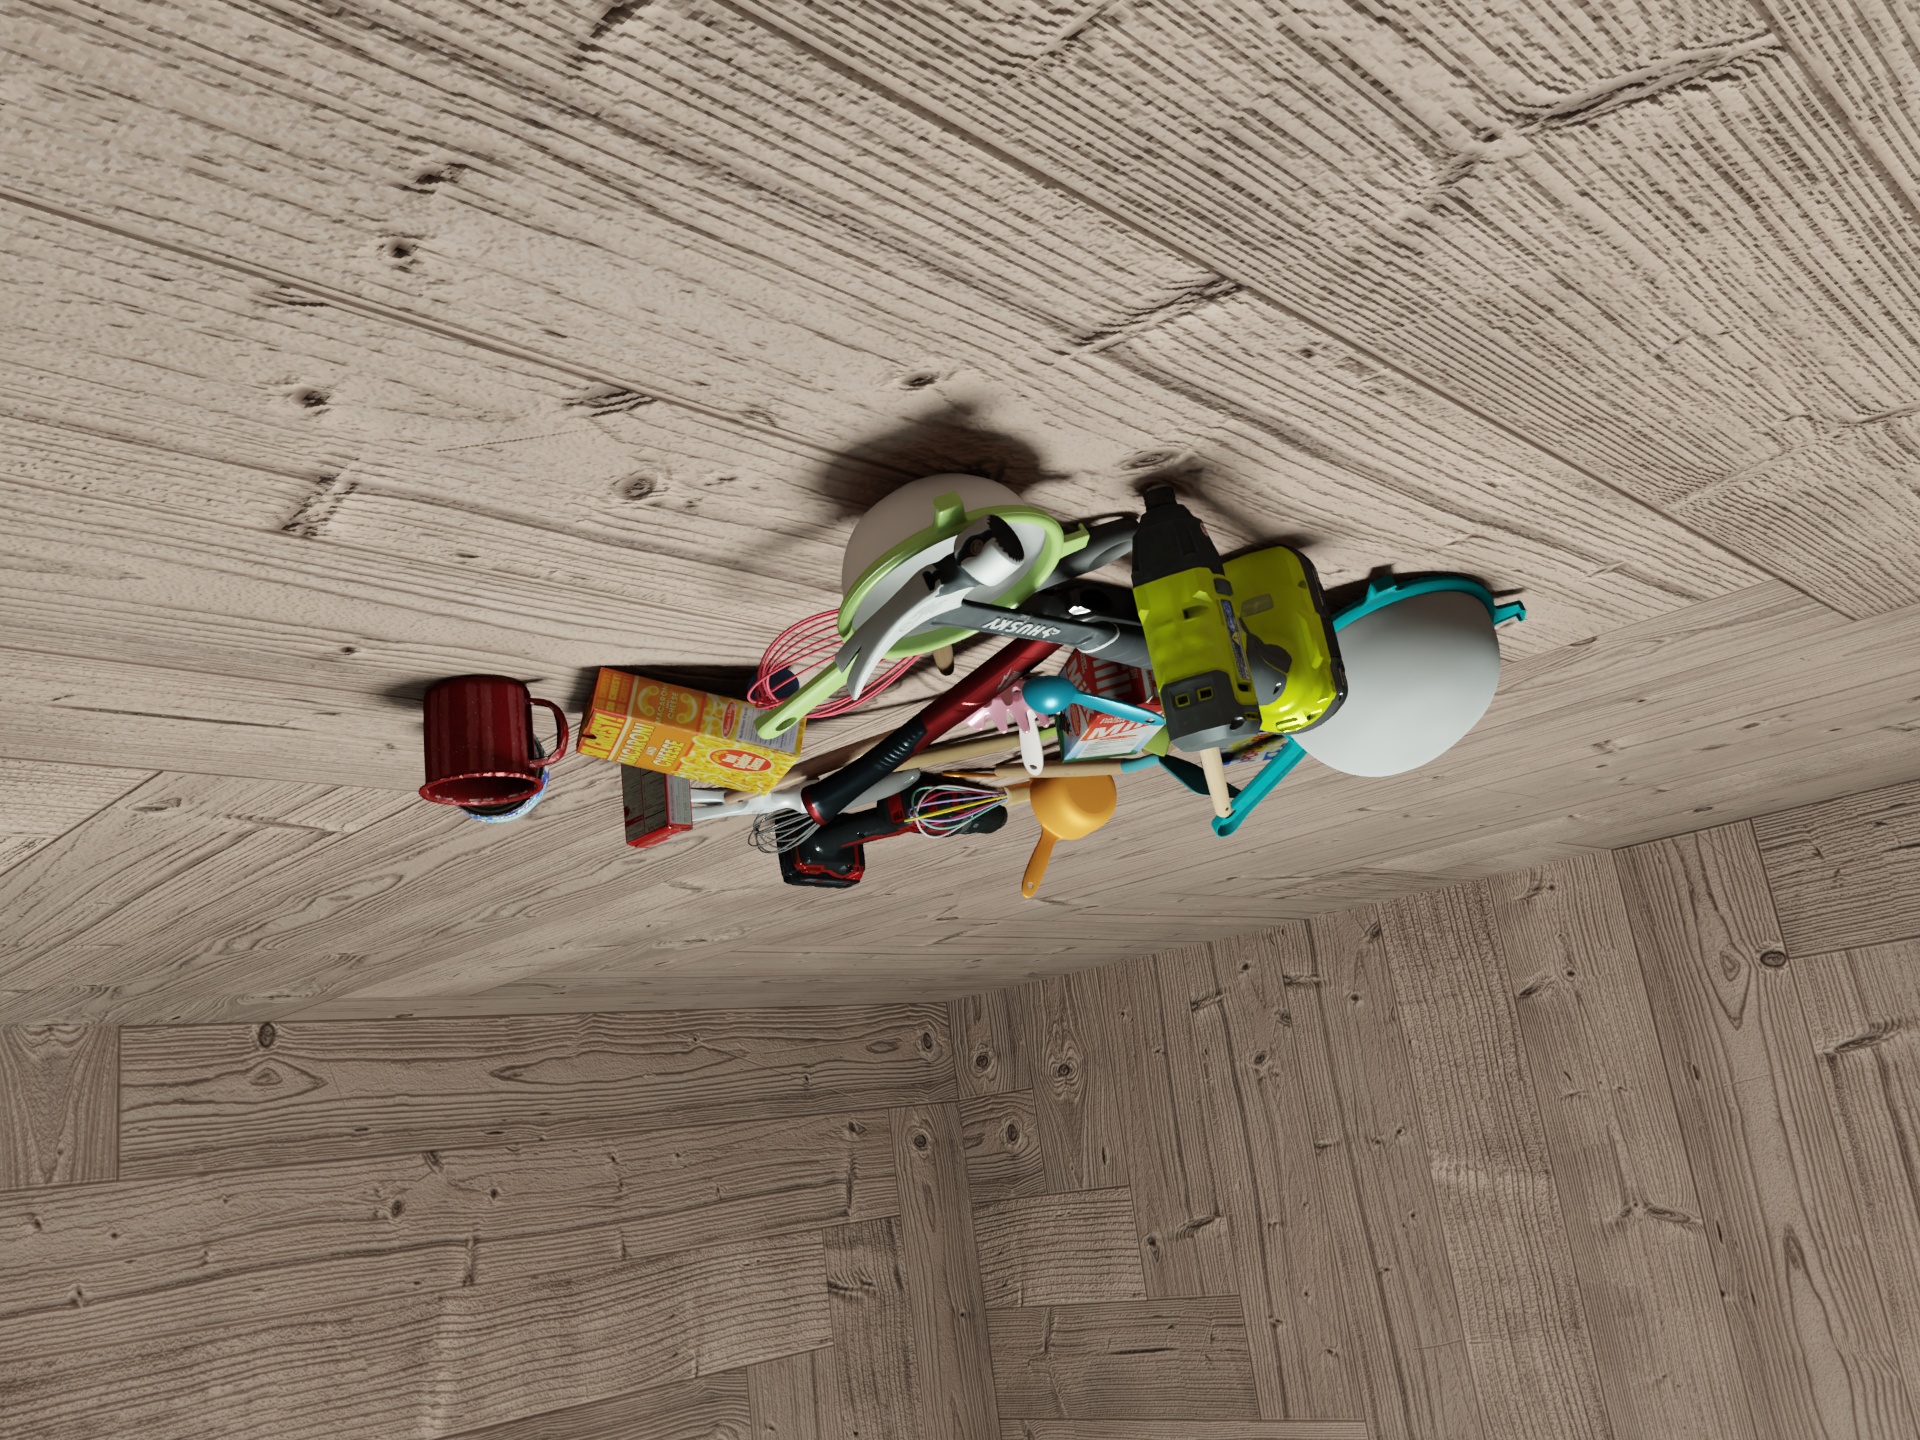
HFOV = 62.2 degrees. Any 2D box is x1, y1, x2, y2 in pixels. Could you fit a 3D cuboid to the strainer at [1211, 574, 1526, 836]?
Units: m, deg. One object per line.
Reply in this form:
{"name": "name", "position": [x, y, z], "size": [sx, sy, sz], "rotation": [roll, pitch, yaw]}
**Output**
{"name": "strainer", "position": [0.337, 0.022, 1.366], "size": [0.211, 0.095, 0.340], "rotation": [5, 137, -37]}

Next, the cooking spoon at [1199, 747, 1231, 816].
{"name": "cooking spoon", "position": [0.197, -0.009, 1.313], "size": [0.069, 0.017, 0.318], "rotation": [-45, 144, -16]}

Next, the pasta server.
{"name": "pasta server", "position": [-0.066, 0.025, 1.426], "size": [0.316, 0.040, 0.060], "rotation": [-20, 152, 9]}

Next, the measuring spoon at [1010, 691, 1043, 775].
{"name": "measuring spoon", "position": [0.063, 0.018, 1.483], "size": [0.034, 0.018, 0.124], "rotation": [7, 143, 15]}

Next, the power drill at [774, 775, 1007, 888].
{"name": "power drill", "position": [-0.075, 0.122, 1.783], "size": [0.226, 0.080, 0.187], "rotation": [-22, 160, 33]}

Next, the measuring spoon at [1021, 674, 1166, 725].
{"name": "measuring spoon", "position": [0.108, -0.006, 1.259], "size": [0.128, 0.021, 0.042], "rotation": [15, 149, -21]}

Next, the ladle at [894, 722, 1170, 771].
{"name": "ladle", "position": [0.051, 0.031, 1.551], "size": [0.320, 0.062, 0.078], "rotation": [-12, 170, 24]}

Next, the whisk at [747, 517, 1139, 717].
{"name": "whisk", "position": [-0.013, -0.073, 1.092], "size": [0.296, 0.073, 0.073], "rotation": [-23, 162, 6]}

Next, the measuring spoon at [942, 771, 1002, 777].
{"name": "measuring spoon", "position": [0.036, 0.055, 1.717], "size": [0.117, 0.011, 0.021], "rotation": [1, -178, -19]}

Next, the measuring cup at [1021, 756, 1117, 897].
{"name": "measuring cup", "position": [0.108, 0.109, 1.668], "size": [0.095, 0.174, 0.052], "rotation": [36, 144, -14]}

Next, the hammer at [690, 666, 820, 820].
{"name": "hammer", "position": [-0.187, 0.031, 1.469], "size": [0.144, 0.035, 0.405], "rotation": [-5, 164, -10]}

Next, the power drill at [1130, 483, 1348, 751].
{"name": "power drill", "position": [0.187, -0.067, 1.089], "size": [0.080, 0.171, 0.223], "rotation": [-17, 171, 28]}

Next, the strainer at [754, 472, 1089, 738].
{"name": "strainer", "position": [-0.053, -0.079, 1.008], "size": [0.256, 0.069, 0.151], "rotation": [-37, 157, 30]}

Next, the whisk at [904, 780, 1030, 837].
{"name": "whisk", "position": [0.029, 0.084, 1.699], "size": [0.245, 0.051, 0.047], "rotation": [-10, 147, -48]}

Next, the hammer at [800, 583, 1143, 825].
{"name": "hammer", "position": [-0.002, -0.004, 1.322], "size": [0.143, 0.038, 0.386], "rotation": [4, 151, -40]}

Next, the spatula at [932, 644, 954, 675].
{"name": "spatula", "position": [-0.019, -0.086, 1.165], "size": [0.060, 0.018, 0.315], "rotation": [-12, 164, 0]}

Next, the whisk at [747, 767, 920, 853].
{"name": "whisk", "position": [-0.137, 0.091, 1.692], "size": [0.239, 0.055, 0.055], "rotation": [-23, 159, 32]}

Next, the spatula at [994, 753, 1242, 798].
{"name": "spatula", "position": [0.144, 0.057, 1.585], "size": [0.082, 0.044, 0.317], "rotation": [6, 174, -41]}

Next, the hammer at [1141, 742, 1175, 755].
{"name": "hammer", "position": [0.240, -0.020, 1.502], "size": [0.130, 0.031, 0.331], "rotation": [-4, 164, -13]}

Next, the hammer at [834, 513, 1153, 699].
{"name": "hammer", "position": [0.079, -0.054, 1.074], "size": [0.149, 0.036, 0.408], "rotation": [-36, 158, 27]}
